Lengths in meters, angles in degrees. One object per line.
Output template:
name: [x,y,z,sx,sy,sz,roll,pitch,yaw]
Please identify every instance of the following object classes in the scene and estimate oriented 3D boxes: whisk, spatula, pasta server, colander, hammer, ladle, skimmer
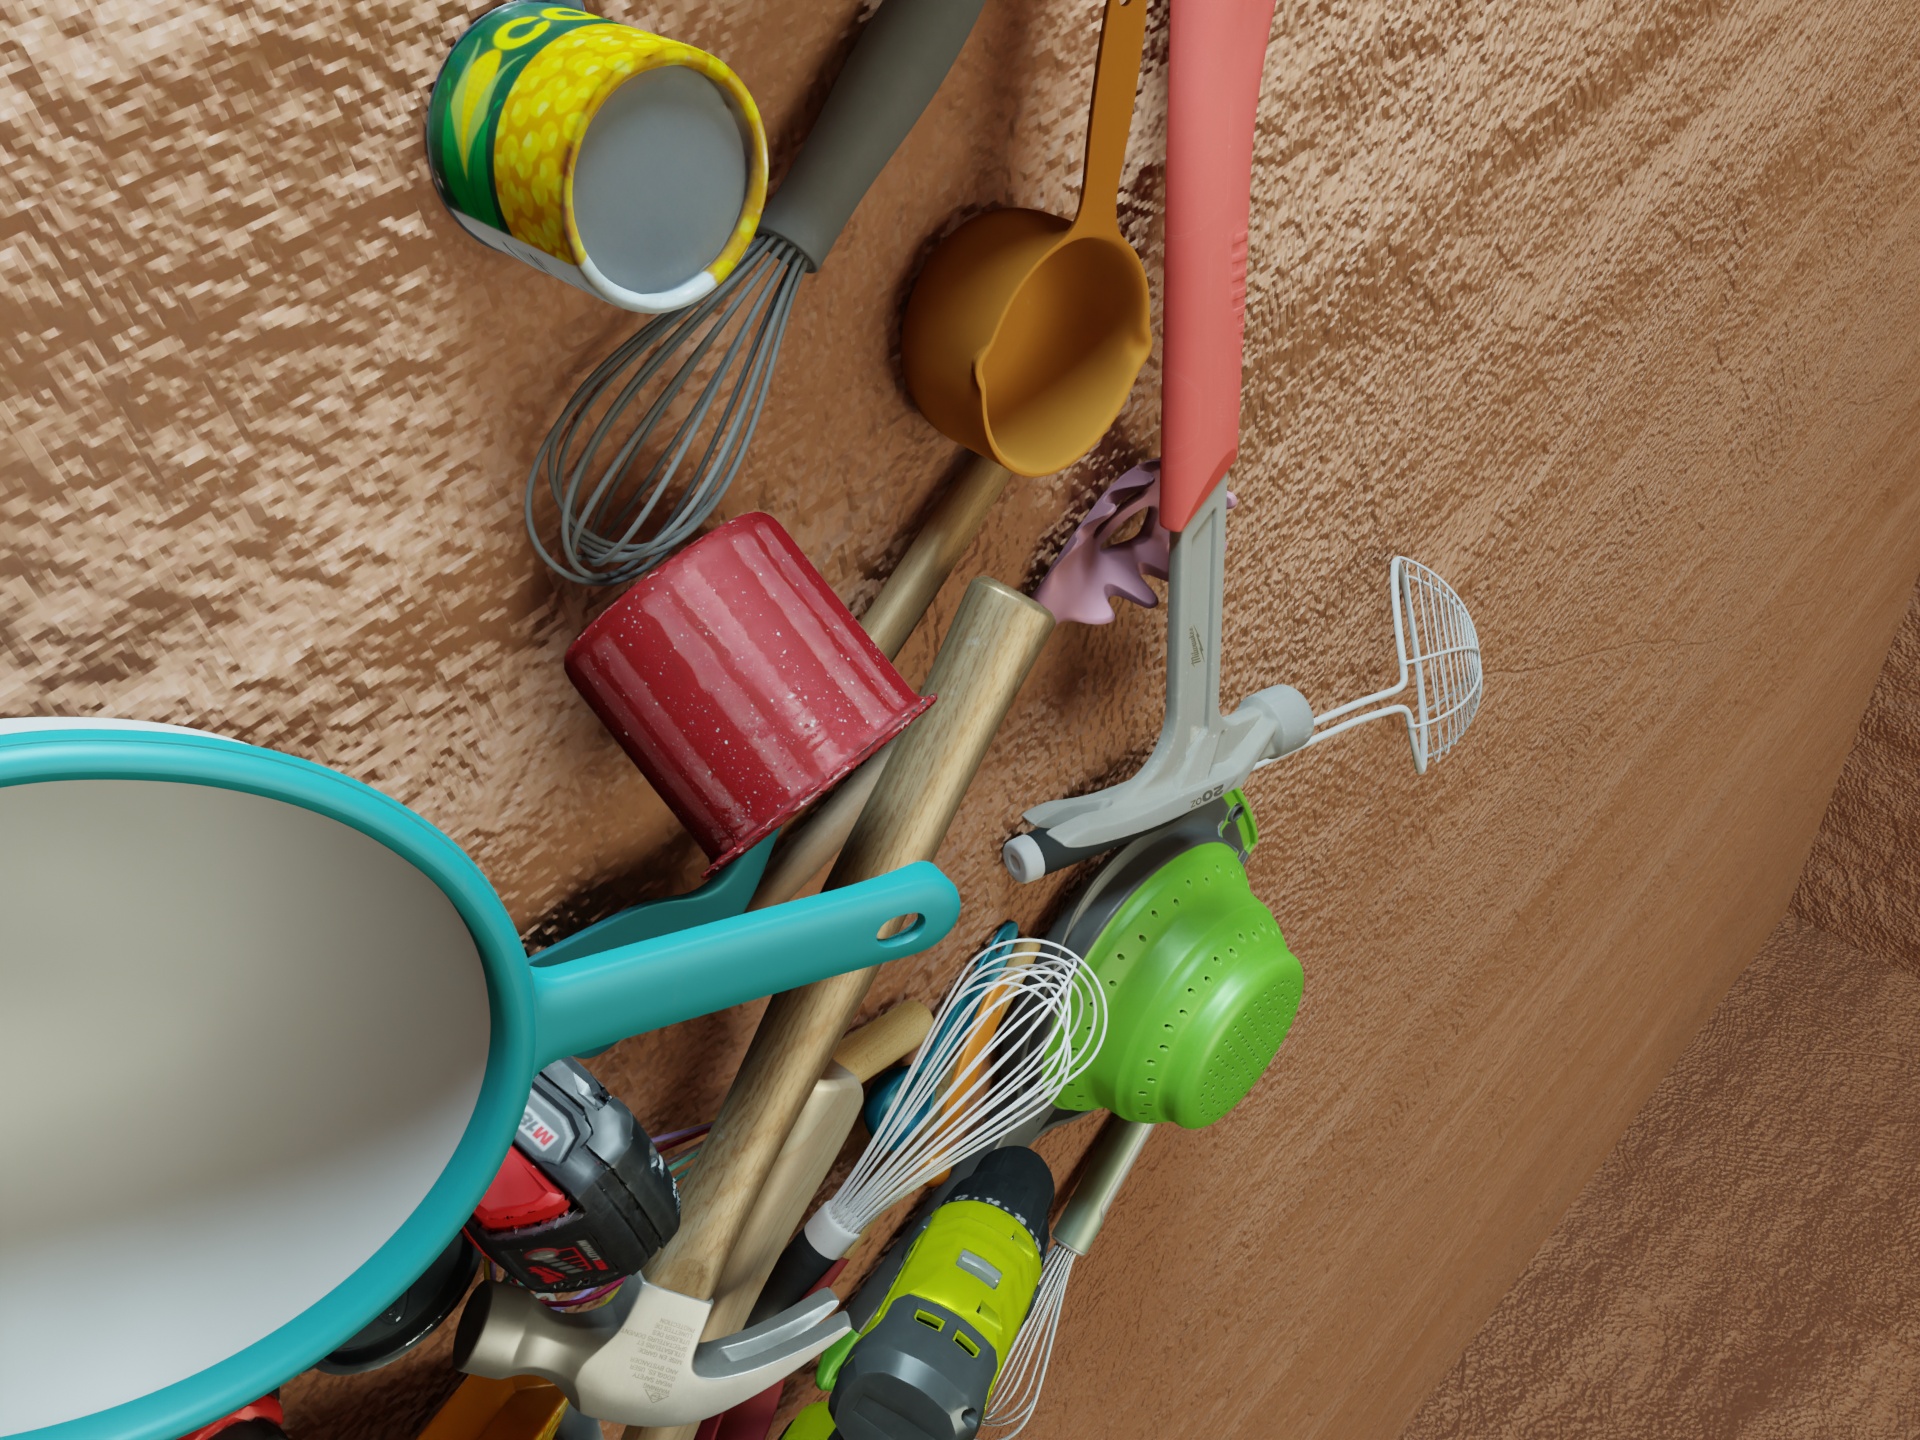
whisk: [0.064,0.335,0.994,0.246,0.059,0.057,-59,159,-8]
spatula: [-0.057,-0.008,0.593,0.317,0.044,0.082,-57,147,-11]
pasta server: [-0.001,-0.002,0.655,0.316,0.040,0.060,-45,131,-17]
colander: [0.073,0.219,0.865,0.397,0.095,0.204,-52,148,-9]
hammer: [-0.138,0.319,0.644,0.146,0.038,0.410,5,110,-59]
hammer: [-0.051,0.103,0.578,0.130,0.031,0.331,27,90,-24]
whisk: [-0.095,0.179,0.671,0.245,0.047,0.051,-24,147,-46]
whisk: [-0.054,-0.144,0.474,0.239,0.055,0.055,-60,147,-7]
ladle: [-0.047,0.244,0.797,0.315,0.031,0.069,-58,157,-5]
hammer: [0.088,-0.124,0.628,0.149,0.037,0.358,-20,122,-30]
skimmer: [0.159,0.009,0.869,0.363,0.090,0.127,-21,107,-29]
whisk: [-0.039,0.210,0.729,0.284,0.070,0.070,-49,148,11]

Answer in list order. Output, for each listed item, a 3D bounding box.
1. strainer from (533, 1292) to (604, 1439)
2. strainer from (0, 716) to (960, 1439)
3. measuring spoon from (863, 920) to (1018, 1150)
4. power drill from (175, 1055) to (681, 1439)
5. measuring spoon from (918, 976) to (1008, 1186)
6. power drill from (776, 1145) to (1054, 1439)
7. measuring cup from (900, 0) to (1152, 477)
strainer: [-0.163,0.337,0.708,0.087,0.050,0.258,-31,132,-36]
strainer: [-0.163,0.063,0.408,0.340,0.095,0.210,-11,126,-32]
measuring spoon: [-0.011,0.151,0.785,0.129,0.021,0.042,-57,142,-19]
power drill: [-0.193,0.183,0.457,0.220,0.143,0.078,-44,153,-24]
measuring spoon: [0.005,0.181,0.790,0.021,0.011,0.117,6,106,-53]
power drill: [-0.031,0.320,0.753,0.228,0.080,0.190,-63,172,23]
measuring cup: [0.026,-0.173,0.545,0.095,0.052,0.173,-19,128,-44]
